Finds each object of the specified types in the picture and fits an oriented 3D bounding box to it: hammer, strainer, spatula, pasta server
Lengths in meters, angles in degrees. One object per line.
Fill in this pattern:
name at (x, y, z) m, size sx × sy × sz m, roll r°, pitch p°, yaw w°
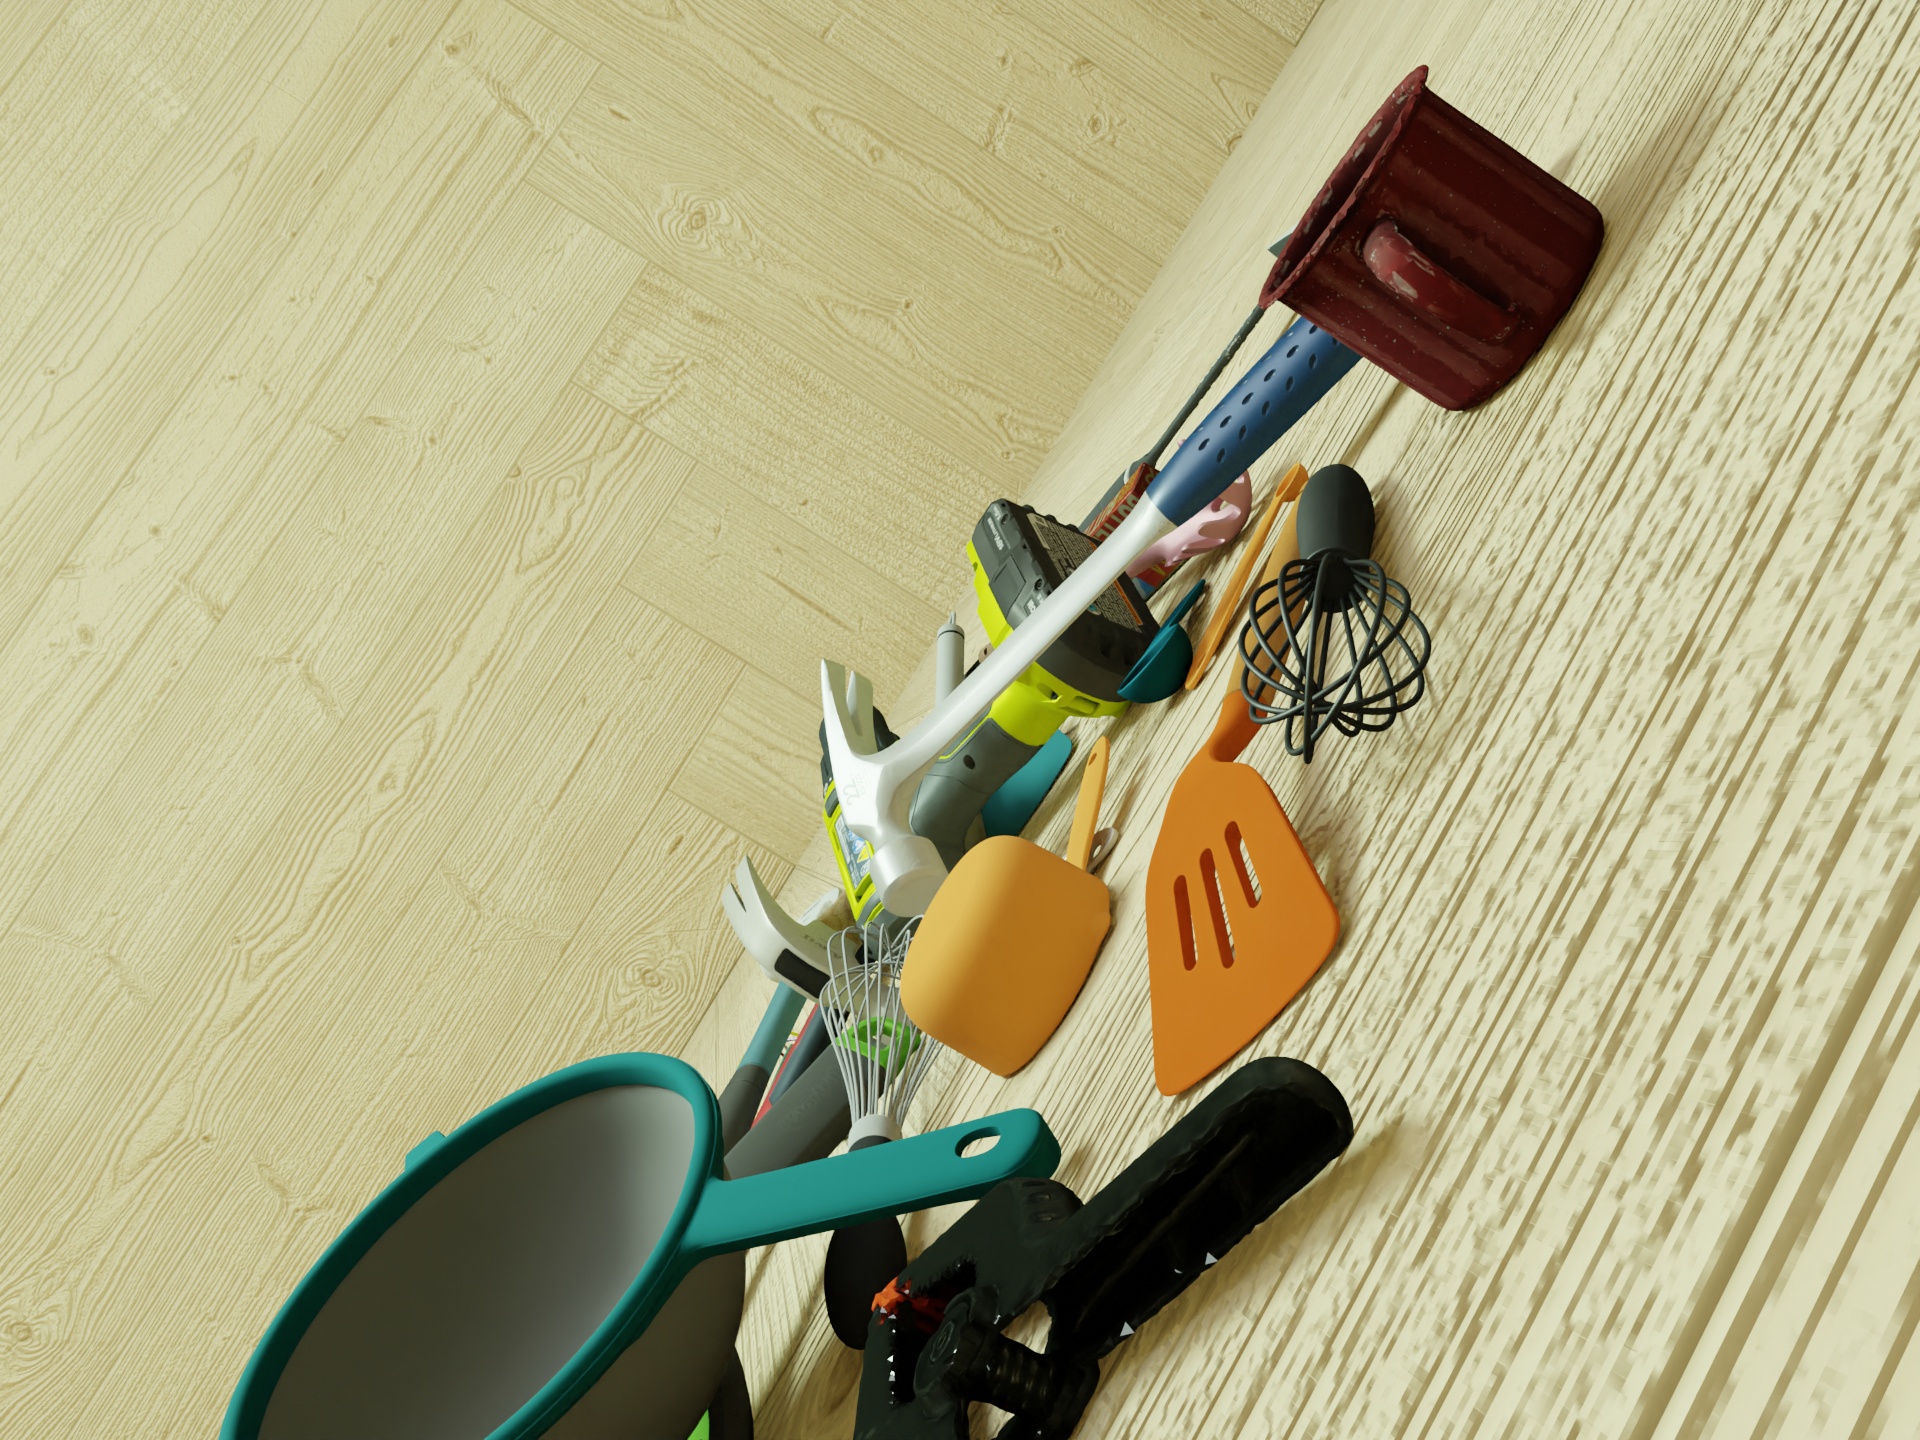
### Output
hammer at (-0.107, 0.237, 0.988) m, size 0.143 × 0.038 × 0.386 m, roll -50°, pitch 10°, yaw 51°
strainer at (-0.005, 0.018, 1.011) m, size 0.086 × 0.050 × 0.259 m, roll 104°, pitch 170°, yaw -45°
spatula at (0.107, -0.010, 0.539) m, size 0.081 × 0.041 × 0.323 m, roll -54°, pitch 3°, yaw 36°
spatula at (0.047, -0.003, 1.039) m, size 0.082 × 0.044 × 0.317 m, roll -57°, pitch 1°, yaw 17°
pasta server at (0.076, -0.081, 0.914) m, size 0.316 × 0.040 × 0.060 m, roll 149°, pitch 124°, yaw -61°
hammer at (0.079, -0.091, 0.710) m, size 0.405 × 0.035 × 0.144 m, roll -45°, pitch 47°, yaw 21°
hammer at (0.129, -0.180, 1.072) m, size 0.409 × 0.036 × 0.149 m, roll -53°, pitch 4°, yaw 6°
strainer at (-0.101, 0.210, 0.561) m, size 0.340 × 0.095 × 0.211 m, roll -21°, pitch 25°, yaw 24°
hammer at (-0.128, 0.221, 0.934) m, size 0.128 × 0.033 × 0.331 m, roll -43°, pitch 14°, yaw 37°
hammer at (-0.055, 0.103, 0.989) m, size 0.031 × 0.130 × 0.331 m, roll -59°, pitch -3°, yaw 13°

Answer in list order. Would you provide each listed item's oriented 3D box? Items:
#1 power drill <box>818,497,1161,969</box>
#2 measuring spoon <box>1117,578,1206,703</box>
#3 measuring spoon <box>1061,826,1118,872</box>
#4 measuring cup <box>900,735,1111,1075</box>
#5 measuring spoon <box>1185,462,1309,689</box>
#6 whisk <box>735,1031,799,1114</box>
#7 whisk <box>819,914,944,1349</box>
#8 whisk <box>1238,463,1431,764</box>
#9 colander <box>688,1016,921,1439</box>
power drill at (-0.001, -0.003, 0.868) m, size 0.228 × 0.080 × 0.191 m, roll -54°, pitch 36°, yaw 26°
measuring spoon at (0.107, -0.039, 0.760) m, size 0.042 × 0.021 × 0.129 m, roll -48°, pitch 1°, yaw 31°
measuring spoon at (0.035, 0.087, 0.707) m, size 0.124 × 0.018 × 0.034 m, roll -46°, pitch 22°, yaw 35°
measuring cup at (0.024, 0.059, 0.654) m, size 0.095 × 0.052 × 0.174 m, roll -50°, pitch 16°, yaw 46°
measuring spoon at (0.129, -0.063, 0.710) m, size 0.117 × 0.011 × 0.021 m, roll -63°, pitch 7°, yaw -10°
whisk at (-0.156, 0.306, 1.027) m, size 0.051 × 0.047 × 0.245 m, roll -49°, pitch 13°, yaw 52°
whisk at (-0.036, 0.162, 0.676) m, size 0.070 × 0.070 × 0.285 m, roll -57°, pitch 11°, yaw 17°
whisk at (0.120, -0.049, 0.513) m, size 0.055 × 0.055 × 0.239 m, roll -56°, pitch 2°, yaw 26°
colander at (-0.136, 0.283, 0.699) m, size 0.397 × 0.205 × 0.094 m, roll -42°, pitch -42°, yaw -43°
